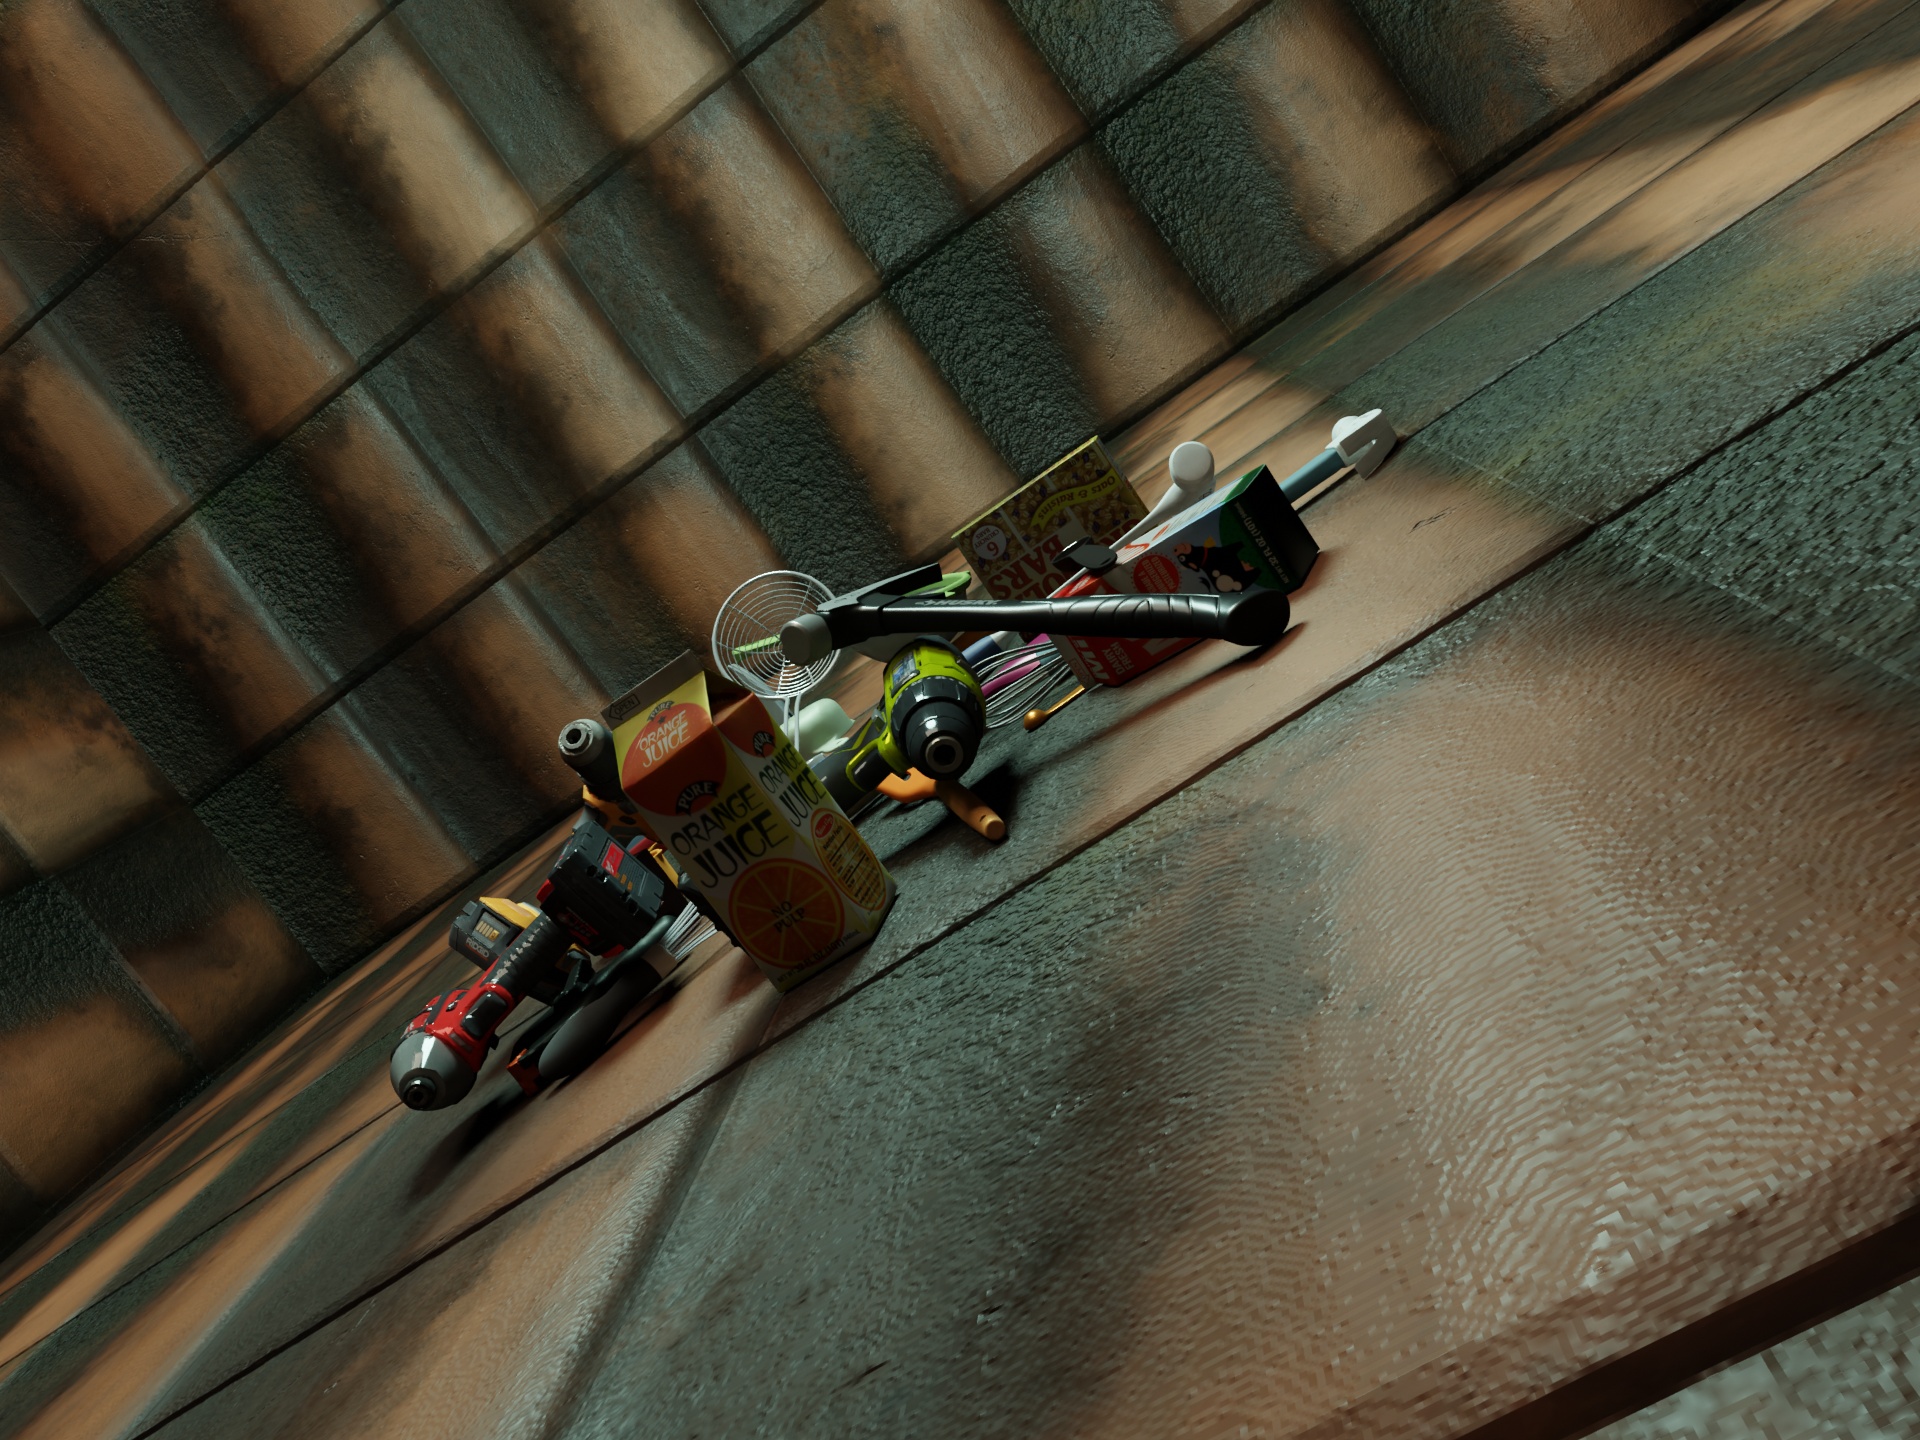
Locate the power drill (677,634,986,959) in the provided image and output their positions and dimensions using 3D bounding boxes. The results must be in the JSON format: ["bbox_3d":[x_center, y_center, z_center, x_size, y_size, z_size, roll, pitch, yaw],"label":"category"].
[{"bbox_3d":[-0.075,0.048,1.036,0.228,0.080,0.191,-42,14,8],"label":"power drill"}]

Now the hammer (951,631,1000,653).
[{"bbox_3d":[-0.056,-0.017,1.561,0.127,0.034,0.337,-25,14,46],"label":"hammer"}]

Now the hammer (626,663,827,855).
[{"bbox_3d":[-0.323,0.109,1.623,0.386,0.143,0.038,-39,1,7],"label":"hammer"}]

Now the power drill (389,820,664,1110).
[{"bbox_3d":[-0.315,0.183,1.127,0.219,0.078,0.143,-46,11,2],"label":"power drill"}]

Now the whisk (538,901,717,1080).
[{"bbox_3d":[-0.194,0.148,1.138,0.285,0.070,0.070,-45,12,-24],"label":"whisk"}]

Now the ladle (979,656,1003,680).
[{"bbox_3d":[-0.042,0.008,1.410,0.069,0.031,0.315,-26,11,43],"label":"ladle"}]

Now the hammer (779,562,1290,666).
[{"bbox_3d":[0.052,-0.068,1.018,0.335,0.035,0.146,3,21,37],"label":"hammer"}]

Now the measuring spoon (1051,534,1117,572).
[{"bbox_3d":[0.090,-0.108,1.087,0.034,0.018,0.124,-36,14,-2],"label":"measuring spoon"}]

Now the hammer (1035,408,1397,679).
[{"bbox_3d":[0.198,-0.138,1.241,0.331,0.033,0.128,-36,8,2],"label":"hammer"}]

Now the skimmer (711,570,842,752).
[{"bbox_3d":[-0.157,-0.011,1.375,0.127,0.090,0.364,-16,31,3],"label":"skimmer"}]

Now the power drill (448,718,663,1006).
[{"bbox_3d":[-0.325,0.113,1.324,0.226,0.084,0.185,-57,-25,-12],"label":"power drill"}]

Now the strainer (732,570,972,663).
[{"bbox_3d":[-0.103,-0.079,1.602,0.256,0.069,0.151,-17,12,10],"label":"strainer"}]

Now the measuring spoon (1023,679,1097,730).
[{"bbox_3d":[0.091,-0.031,1.146,0.117,0.011,0.021,-37,9,-7],"label":"measuring spoon"}]

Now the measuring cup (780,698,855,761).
[{"bbox_3d":[-0.131,0.010,1.460,0.083,0.038,0.167,-36,8,-12],"label":"measuring cup"}]

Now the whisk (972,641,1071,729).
[{"bbox_3d":[0.095,-0.057,1.183,0.239,0.055,0.055,-29,10,13],"label":"whisk"}]

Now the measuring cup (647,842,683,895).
[{"bbox_3d":[-0.294,0.156,1.493,0.095,0.052,0.174,-34,7,7],"label":"measuring cup"}]

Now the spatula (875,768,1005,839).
[{"bbox_3d":[-0.014,0.042,1.066,0.081,0.041,0.323,-47,11,-3],"label":"spatula"}]

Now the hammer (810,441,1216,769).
[{"bbox_3d":[0.039,-0.066,1.260,0.405,0.035,0.144,-39,-13,2],"label":"hammer"}]

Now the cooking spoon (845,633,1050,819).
[{"bbox_3d":[-0.002,-0.004,1.338,0.319,0.017,0.069,-40,9,-29],"label":"cooking spoon"}]
